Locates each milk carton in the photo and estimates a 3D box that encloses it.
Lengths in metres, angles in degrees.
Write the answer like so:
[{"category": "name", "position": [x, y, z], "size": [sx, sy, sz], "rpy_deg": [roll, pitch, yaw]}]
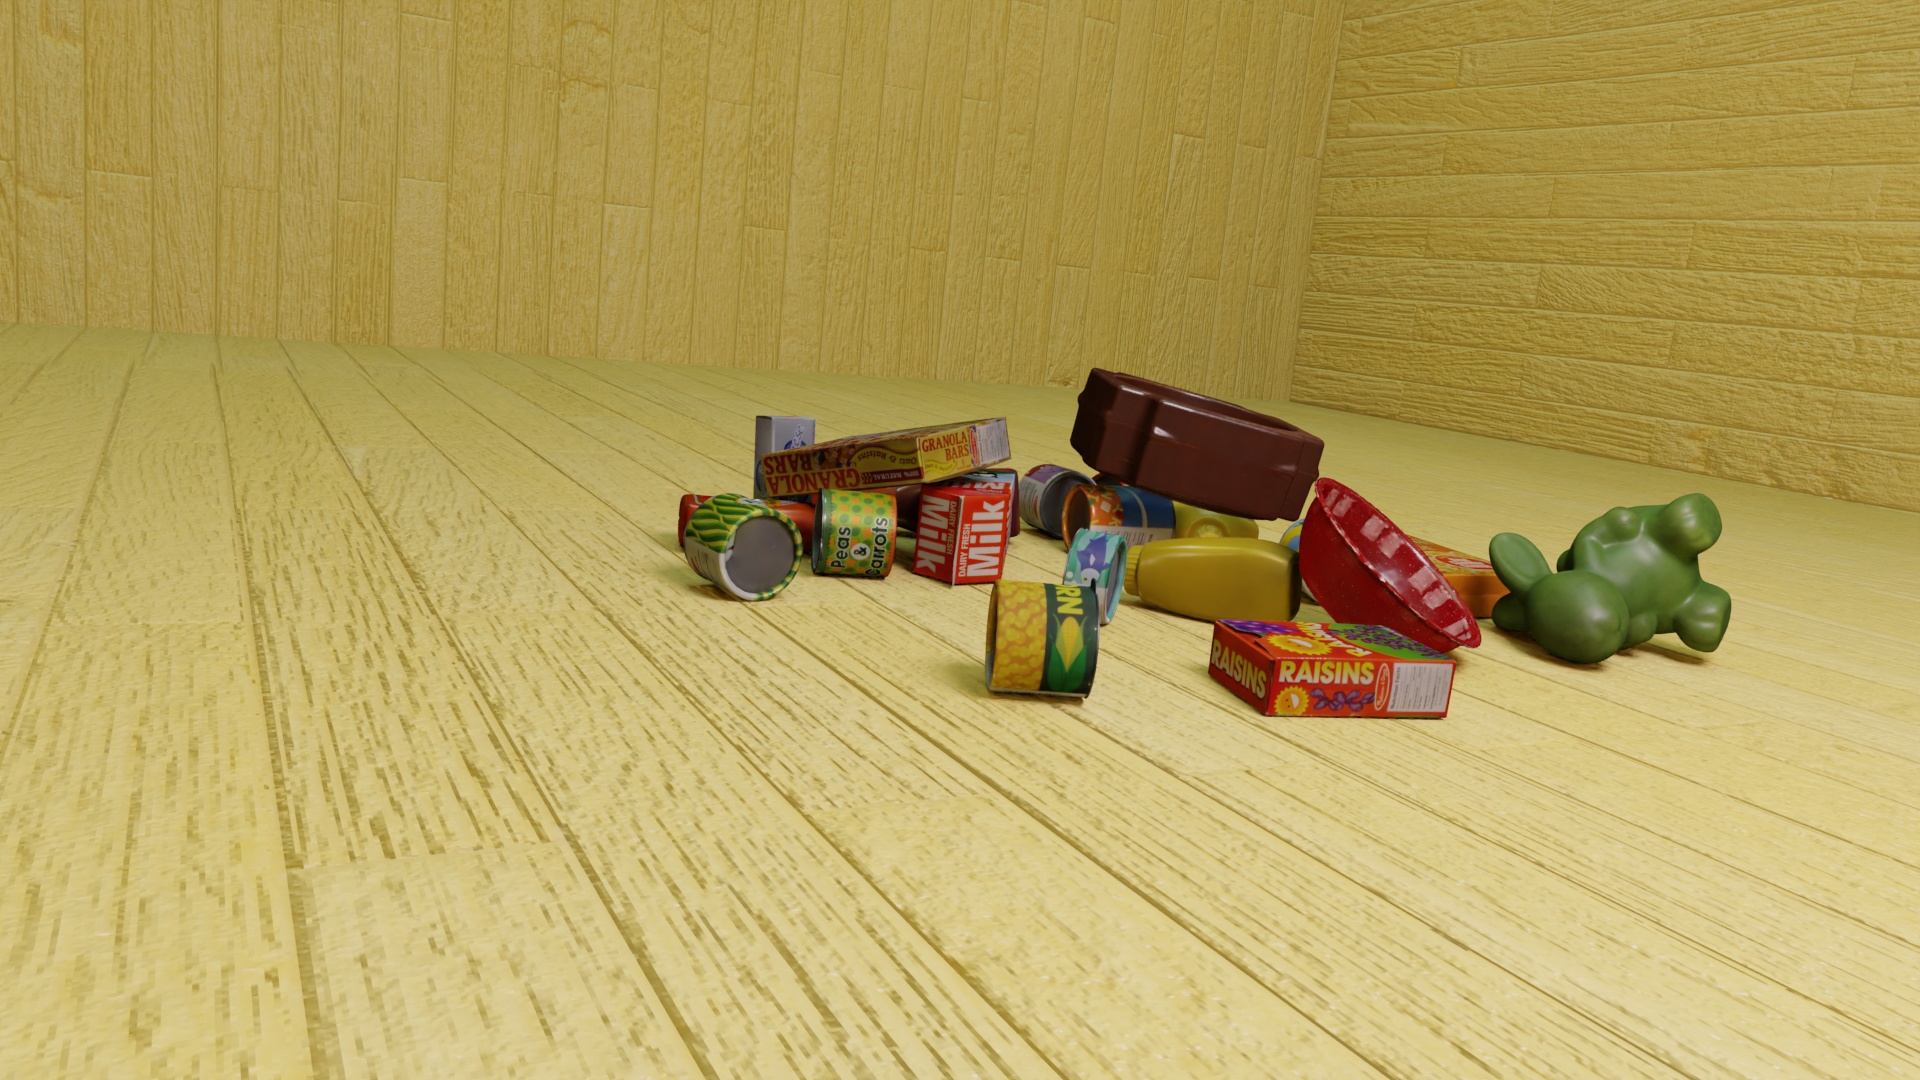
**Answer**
[{"category": "milk carton", "position": [0.004, -0.014, 1.148], "size": [0.073, 0.072, 0.191], "rpy_deg": [6, 11, 3]}]

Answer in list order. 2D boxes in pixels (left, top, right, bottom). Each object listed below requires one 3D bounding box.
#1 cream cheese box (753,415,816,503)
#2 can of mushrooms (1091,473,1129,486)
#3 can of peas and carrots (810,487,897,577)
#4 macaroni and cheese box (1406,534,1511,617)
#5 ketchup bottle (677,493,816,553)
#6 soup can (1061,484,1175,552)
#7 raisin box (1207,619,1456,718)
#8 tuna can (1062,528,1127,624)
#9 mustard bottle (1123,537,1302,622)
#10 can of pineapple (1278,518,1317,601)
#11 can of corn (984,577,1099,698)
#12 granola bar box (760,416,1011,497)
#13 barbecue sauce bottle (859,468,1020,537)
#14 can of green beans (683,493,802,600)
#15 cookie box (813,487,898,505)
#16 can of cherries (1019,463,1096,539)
[{"category": "cream cheese box", "position": [-0.152, -0.056, 1.202], "size": [0.024, 0.103, 0.053], "rpy_deg": [8, 8, 38]}, {"category": "can of mushrooms", "position": [0.153, -0.038, 1.359], "size": [0.033, 0.071, 0.071], "rpy_deg": [-5, 15, -40]}, {"category": "can of peas and carrots", "position": [-0.082, -0.005, 1.070], "size": [0.059, 0.070, 0.071], "rpy_deg": [4, 10, -12]}, {"category": "macaroni and cheese box", "position": [0.392, 0.028, 1.219], "size": [0.124, 0.040, 0.166], "rpy_deg": [1, 12, -22]}, {"category": "ketchup bottle", "position": [-0.152, -0.012, 1.128], "size": [0.149, 0.043, 0.065], "rpy_deg": [3, 4, -17]}, {"category": "soup can", "position": [0.141, -0.019, 1.257], "size": [0.084, 0.071, 0.071], "rpy_deg": [2, 11, -21]}, {"category": "raisin box", "position": [0.228, 0.079, 0.862], "size": [0.123, 0.040, 0.086], "rpy_deg": [2, 12, -14]}, {"category": "tuna can", "position": [0.097, 0.024, 1.000], "size": [0.033, 0.071, 0.071], "rpy_deg": [11, 11, 17]}, {"category": "mustard bottle", "position": [0.176, 0.026, 1.054], "size": [0.160, 0.065, 0.049], "rpy_deg": [7, 14, 28]}, {"category": "can of pineapple", "position": [0.306, 0.015, 1.161], "size": [0.071, 0.071, 0.058], "rpy_deg": [4, 11, -8]}, {"category": "can of corn", "position": [0.047, 0.054, 0.806], "size": [0.058, 0.071, 0.071], "rpy_deg": [4, 10, -4]}, {"category": "granola bar box", "position": [-0.060, -0.067, 1.138], "size": [0.165, 0.039, 0.124], "rpy_deg": [-4, 9, 36]}, {"category": "barbecue sauce bottle", "position": [-0.020, -0.032, 1.267], "size": [0.148, 0.064, 0.044], "rpy_deg": [-2, 14, 2]}, {"category": "can of green beans", "position": [-0.153, 0.004, 0.979], "size": [0.071, 0.071, 0.058], "rpy_deg": [-2, 13, -36]}, {"category": "cookie box", "position": [-0.076, -0.056, 1.416], "size": [0.123, 0.040, 0.168], "rpy_deg": [12, 12, 30]}, {"category": "can of cherries", "position": [0.096, -0.038, 1.345], "size": [0.071, 0.071, 0.058], "rpy_deg": [1, 10, -24]}]
